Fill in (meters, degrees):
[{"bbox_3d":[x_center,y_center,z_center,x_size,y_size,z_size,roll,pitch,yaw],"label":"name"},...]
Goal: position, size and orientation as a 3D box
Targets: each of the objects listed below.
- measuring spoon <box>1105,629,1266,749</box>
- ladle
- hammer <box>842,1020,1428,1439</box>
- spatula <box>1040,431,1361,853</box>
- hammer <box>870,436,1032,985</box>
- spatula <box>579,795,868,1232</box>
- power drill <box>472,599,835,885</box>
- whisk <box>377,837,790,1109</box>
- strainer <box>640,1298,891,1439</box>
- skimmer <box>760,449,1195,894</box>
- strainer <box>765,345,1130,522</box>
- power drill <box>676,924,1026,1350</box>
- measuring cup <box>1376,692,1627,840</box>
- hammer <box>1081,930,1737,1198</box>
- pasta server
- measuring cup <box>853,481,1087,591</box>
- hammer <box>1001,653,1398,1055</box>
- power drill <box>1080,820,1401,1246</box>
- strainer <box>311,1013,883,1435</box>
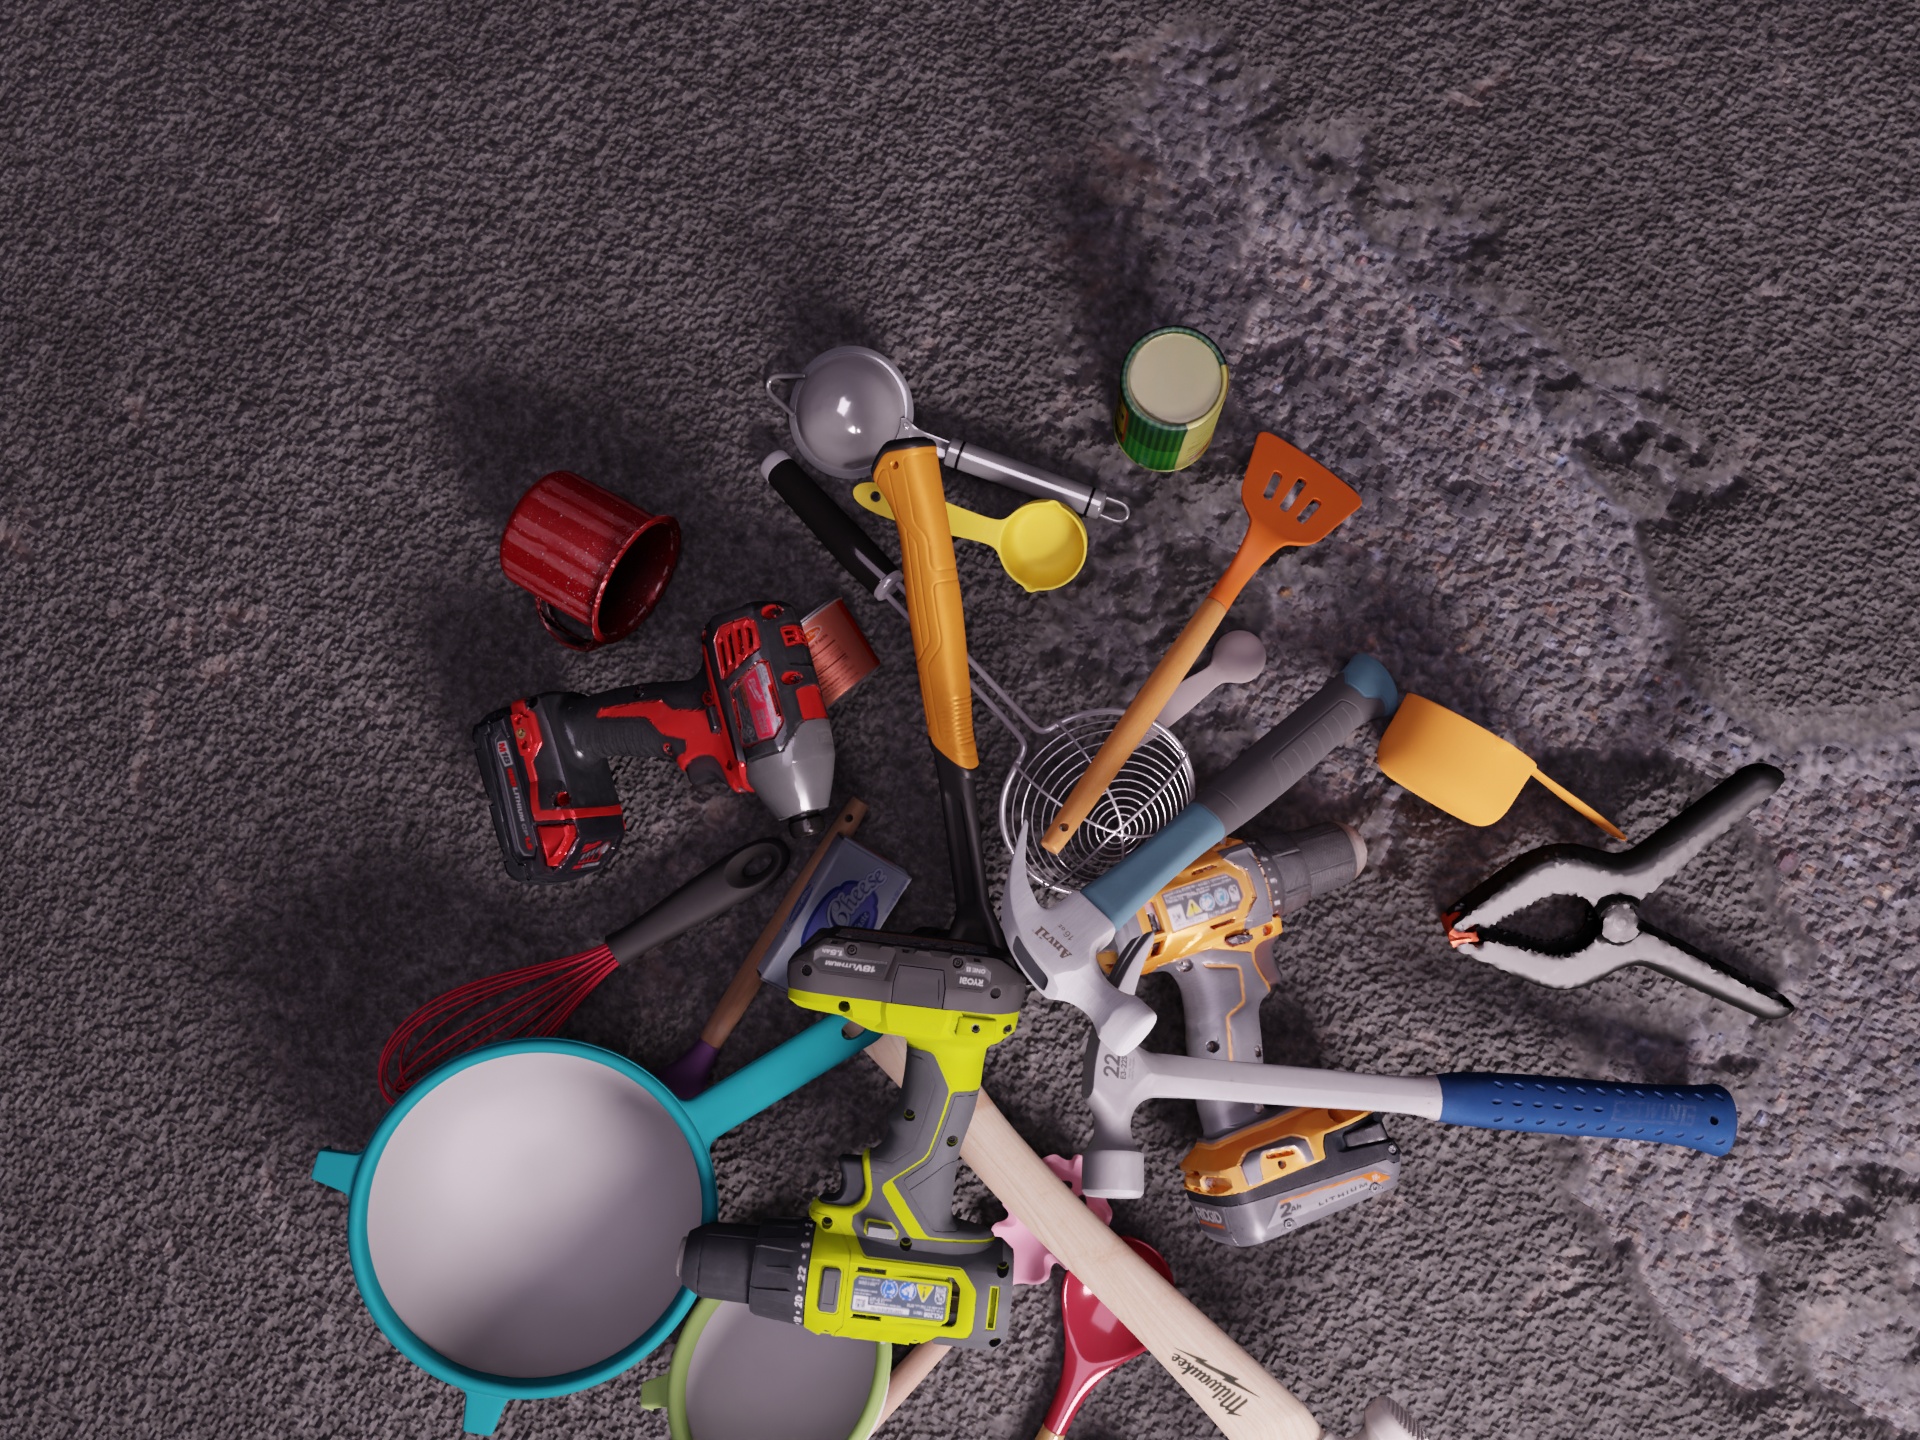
[{"bbox_3d":[0.143,-0.015,1.022,0.124,0.018,0.034,-36,84,1],"label":"measuring spoon"},{"bbox_3d":[0.048,0.463,0.984,0.069,0.031,0.315,25,89,13],"label":"ladle"},{"bbox_3d":[0.071,0.321,0.945,0.411,0.038,0.146,43,96,16],"label":"hammer"},{"bbox_3d":[0.142,-0.049,0.975,0.081,0.041,0.323,35,75,3],"label":"spatula"},{"bbox_3d":[-0.002,-0.003,0.961,0.127,0.034,0.337,-4,98,38],"label":"hammer"},{"bbox_3d":[-0.150,0.184,1.024,0.060,0.018,0.316,33,89,7],"label":"spatula"},{"bbox_3d":[-0.180,0.025,0.979,0.219,0.078,0.143,-19,84,20],"label":"power drill"},{"bbox_3d":[-0.237,0.159,1.016,0.296,0.073,0.073,-32,84,-6],"label":"whisk"},{"bbox_3d":[-0.068,0.363,0.985,0.152,0.069,0.256,21,66,39],"label":"strainer"},{"bbox_3d":[0.001,-0.039,1.029,0.127,0.090,0.363,-45,74,6],"label":"skimmer"},{"bbox_3d":[-0.011,-0.178,1.037,0.258,0.050,0.087,20,102,2],"label":"strainer"},{"bbox_3d":[-0.057,0.238,0.914,0.190,0.080,0.228,7,88,0],"label":"power drill"},{"bbox_3d":[0.334,0.048,0.982,0.173,0.095,0.052,32,93,-13],"label":"measuring cup"},{"bbox_3d":[0.264,0.210,0.917,0.405,0.035,0.144,7,72,-14],"label":"hammer"},{"bbox_3d":[-0.020,0.393,0.988,0.060,0.040,0.316,43,90,15],"label":"pasta server"},{"bbox_3d":[0.007,-0.129,1.030,0.156,0.029,0.062,17,110,7],"label":"measuring cup"},{"bbox_3d":[0.152,0.052,0.923,0.128,0.033,0.331,41,55,21],"label":"hammer"},{"bbox_3d":[0.190,0.178,0.965,0.185,0.084,0.226,-16,83,-17],"label":"power drill"},{"bbox_3d":[-0.199,0.259,0.977,0.340,0.095,0.211,-30,94,-9],"label":"strainer"}]
